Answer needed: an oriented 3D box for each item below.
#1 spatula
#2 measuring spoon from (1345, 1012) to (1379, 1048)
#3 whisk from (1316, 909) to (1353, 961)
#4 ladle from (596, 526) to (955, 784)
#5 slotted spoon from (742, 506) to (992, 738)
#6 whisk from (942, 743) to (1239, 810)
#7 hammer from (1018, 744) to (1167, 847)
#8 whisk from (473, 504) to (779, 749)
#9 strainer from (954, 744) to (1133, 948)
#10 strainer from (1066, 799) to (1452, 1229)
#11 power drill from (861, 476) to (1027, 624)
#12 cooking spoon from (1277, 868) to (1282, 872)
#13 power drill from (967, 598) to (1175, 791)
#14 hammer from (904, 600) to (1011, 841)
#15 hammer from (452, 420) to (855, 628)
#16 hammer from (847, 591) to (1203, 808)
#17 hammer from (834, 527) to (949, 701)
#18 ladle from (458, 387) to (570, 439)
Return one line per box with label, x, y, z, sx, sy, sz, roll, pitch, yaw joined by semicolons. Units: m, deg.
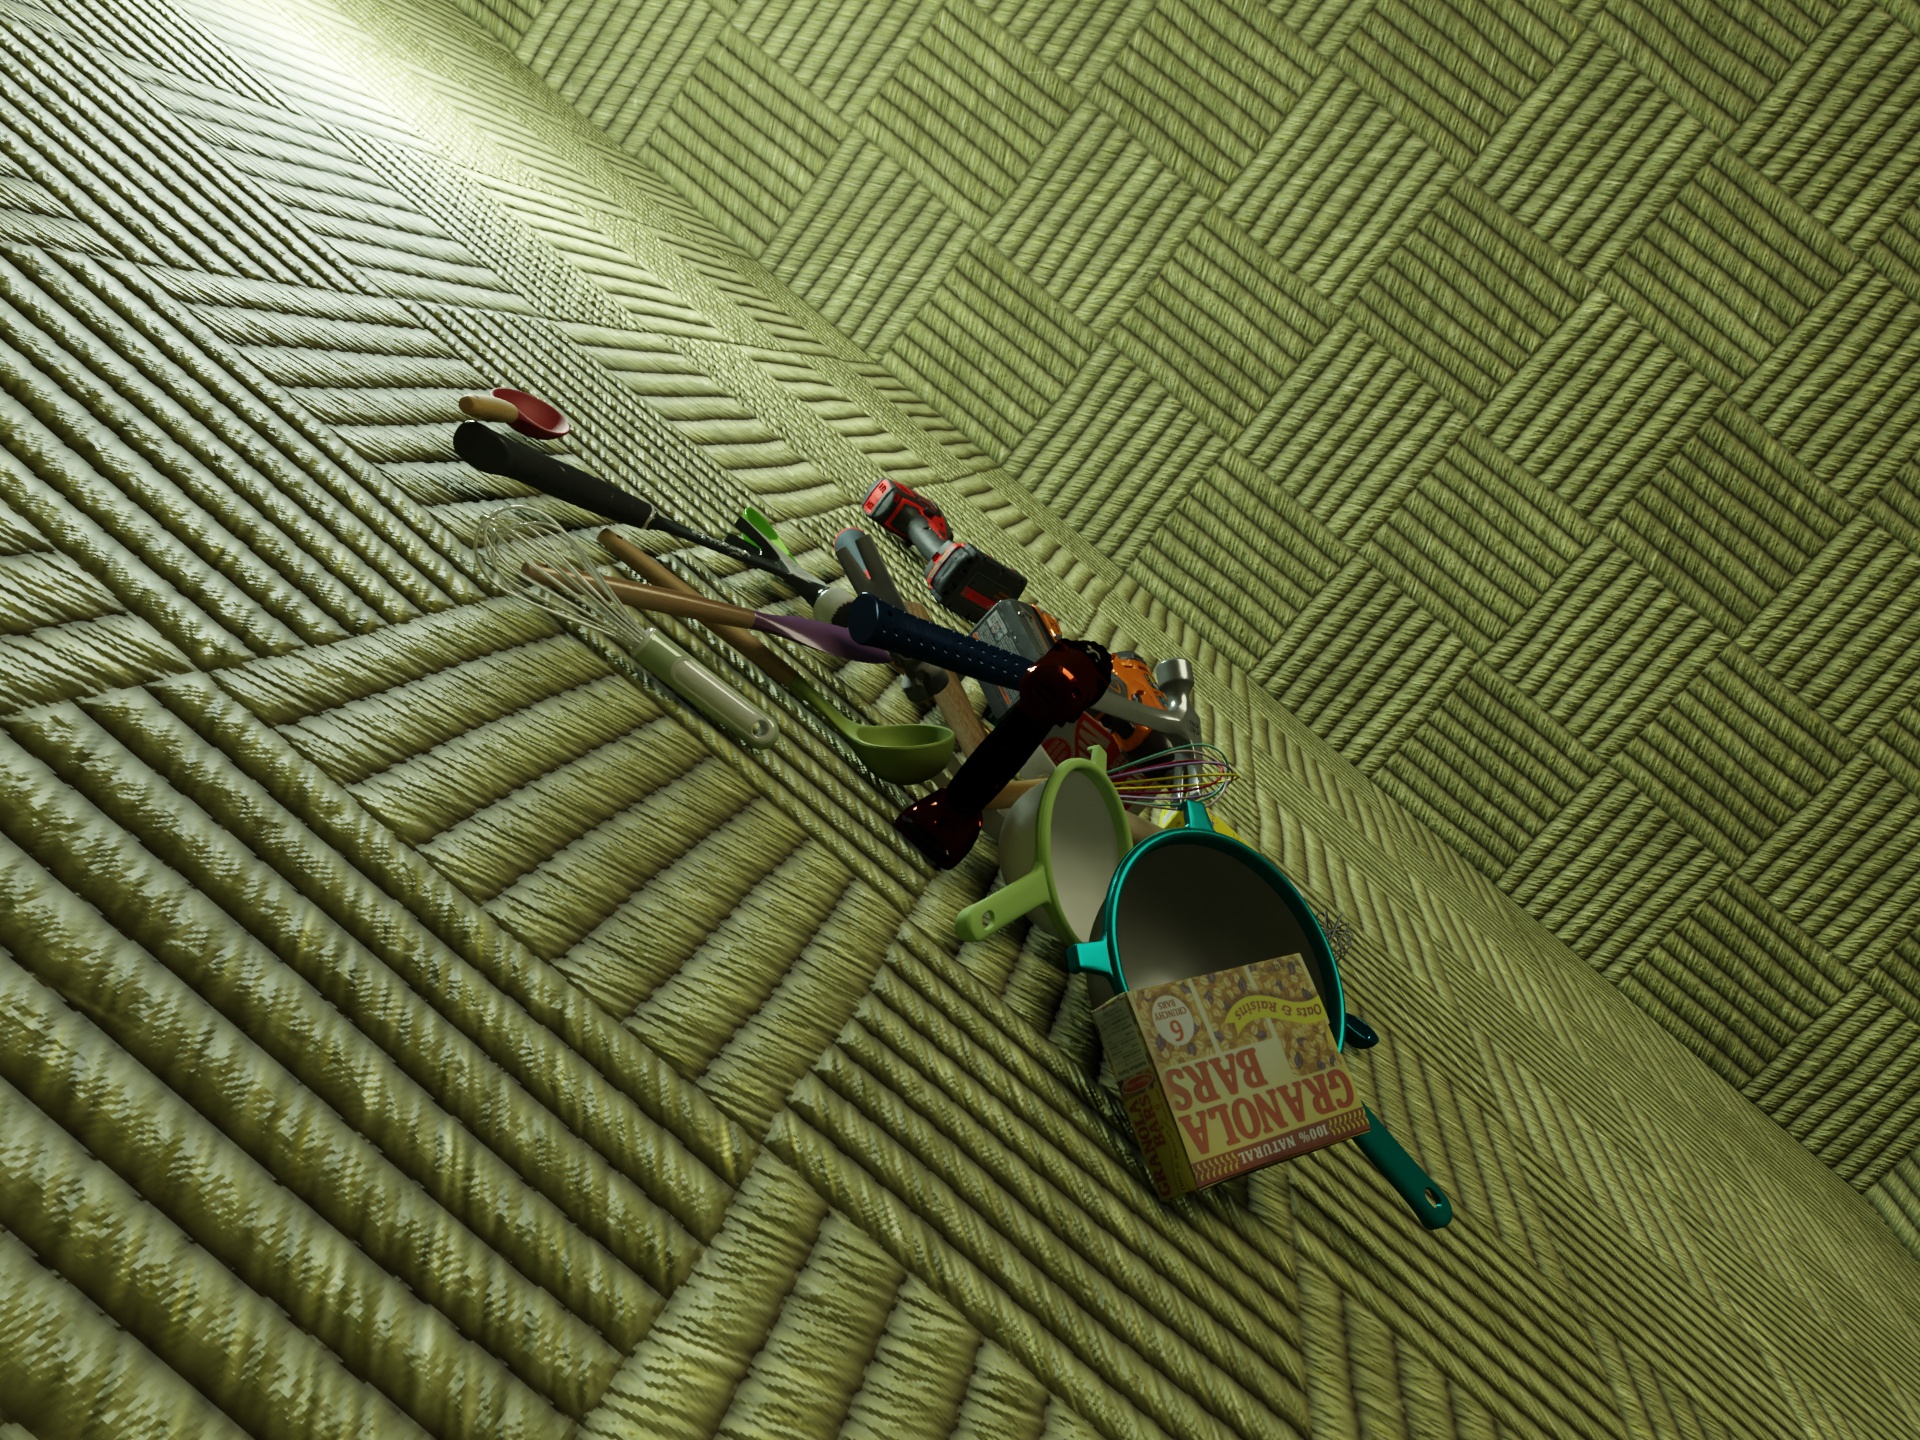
spatula;-0.174;-0.077;1.161;0.315;0.018;0.060;11;26;-42
measuring spoon;0.342;0.284;1.513;0.128;0.021;0.042;25;18;-19
whisk;0.378;0.247;1.646;0.055;0.055;0.239;41;18;5
ladle;-0.142;-0.056;1.220;0.320;0.062;0.078;37;16;0
slotted spoon;-0.090;-0.085;1.496;0.313;0.031;0.070;41;14;-4
whisk;0.105;0.052;1.273;0.245;0.051;0.047;-4;18;-7
hammer;0.165;0.100;1.486;0.146;0.038;0.410;53;13;29
whisk;-0.217;-0.057;1.054;0.246;0.058;0.059;39;-14;-21
strainer;0.046;0.117;1.162;0.256;0.069;0.151;-21;100;-58
strainer;0.204;0.236;1.119;0.340;0.095;0.211;48;46;-3
power drill;-0.020;-0.209;1.954;0.143;0.078;0.220;25;18;-47
cooking spoon;0.256;0.176;1.527;0.069;0.017;0.319;46;24;17
power drill;0.122;-0.016;1.491;0.226;0.084;0.164;20;33;-41
hammer;-0.002;-0.005;1.414;0.130;0.031;0.332;28;23;-37
hammer;-0.241;-0.161;1.267;0.149;0.036;0.408;39;10;29
hammer;0.071;-0.028;1.331;0.405;0.035;0.144;17;58;-42
hammer;-0.086;-0.137;1.444;0.143;0.038;0.387;62;-1;-21
ladle;-0.340;-0.231;1.187;0.069;0.031;0.315;28;5;-11
